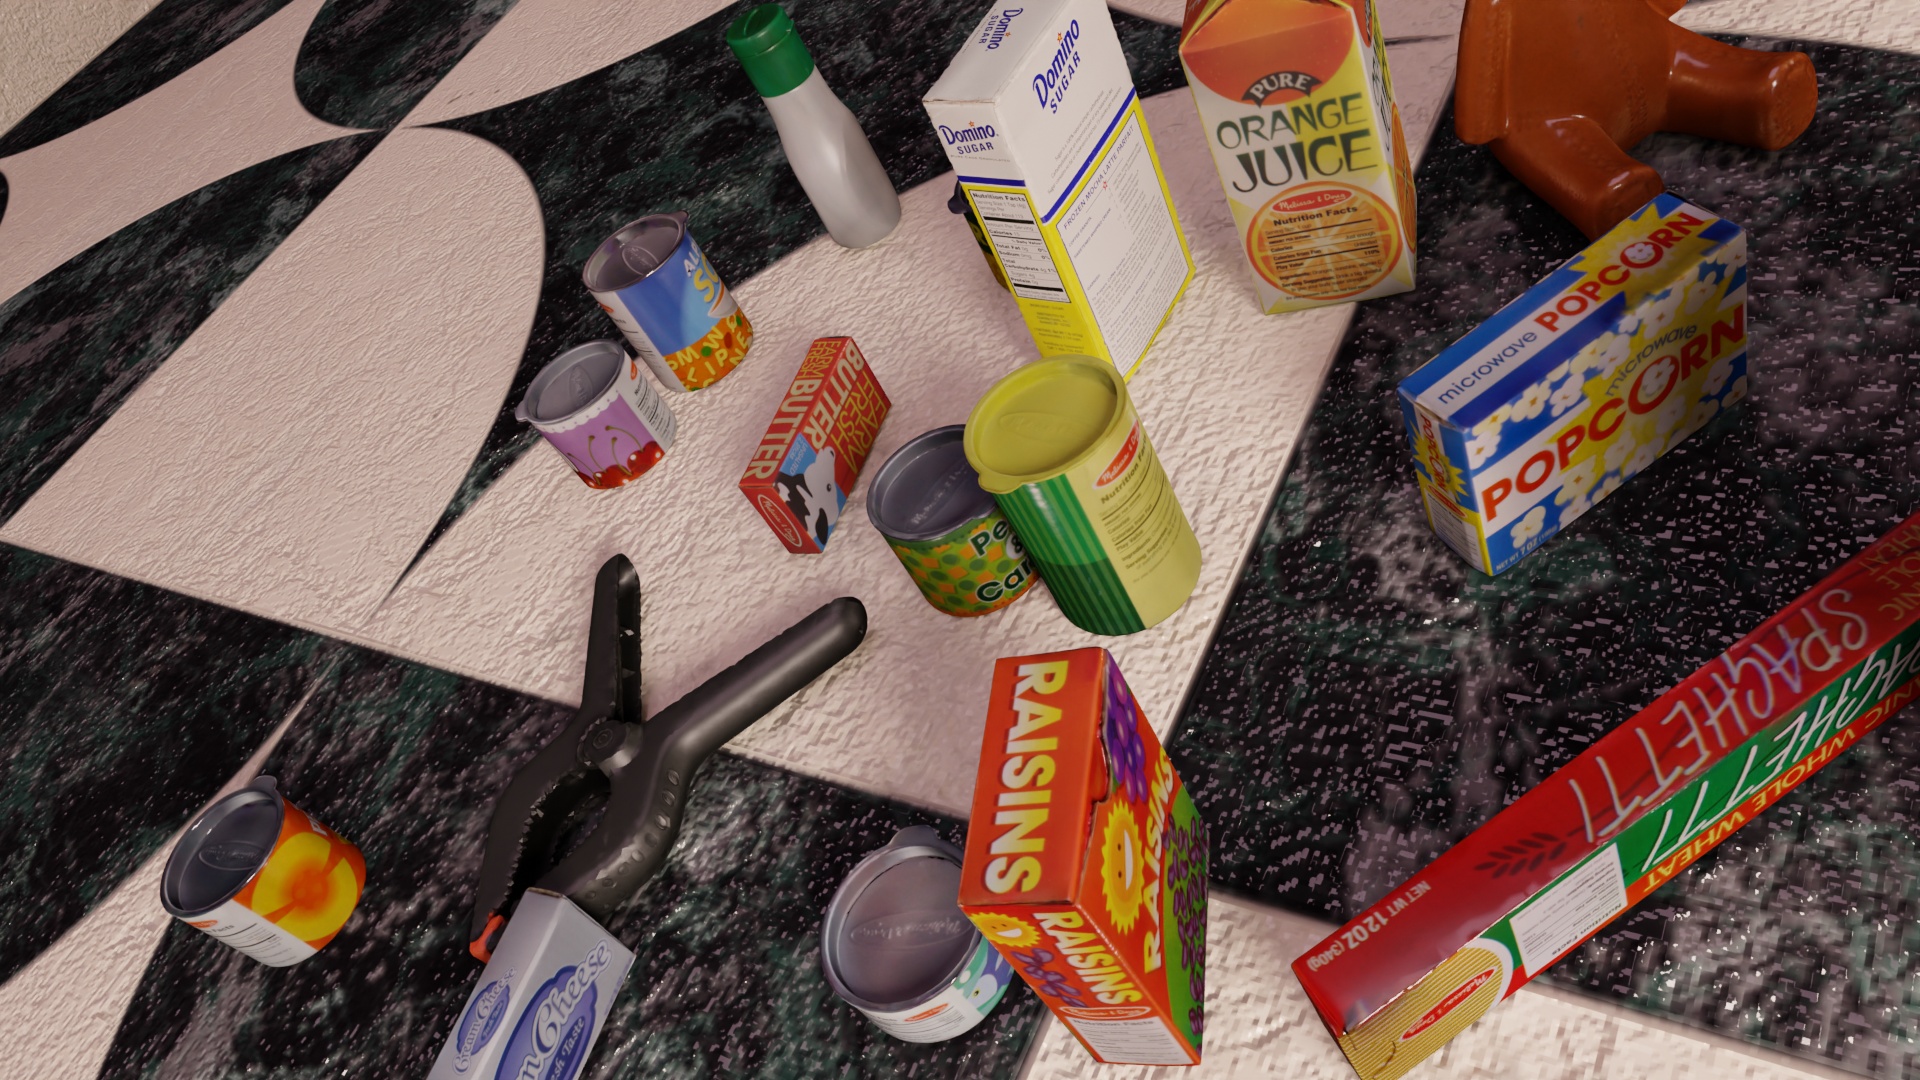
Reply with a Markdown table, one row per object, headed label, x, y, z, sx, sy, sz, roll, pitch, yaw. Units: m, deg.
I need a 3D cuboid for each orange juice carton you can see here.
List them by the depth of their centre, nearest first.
| label | x | y | z | sx | sy | sz | roll | pitch | yaw |
| --- | --- | --- | --- | --- | --- | --- | --- | --- | --- |
| orange juice carton | 0.147 | -0.196 | 0.606 | 0.073 | 0.192 | 0.072 | -6 | 49 | 25 |

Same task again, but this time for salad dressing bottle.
| label | x | y | z | sx | sy | sz | roll | pitch | yaw |
| --- | --- | --- | --- | --- | --- | --- | --- | --- | --- |
| salad dressing bottle | -0.085 | -0.240 | 0.812 | 0.044 | 0.147 | 0.064 | -12 | 47 | 21 |

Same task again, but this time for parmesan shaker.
| label | x | y | z | sx | sy | sz | roll | pitch | yaw |
| --- | --- | --- | --- | --- | --- | --- | --- | --- | --- |
| parmesan shaker | 0.050 | -0.014 | 0.560 | 0.071 | 0.102 | 0.072 | -16 | 45 | 17 |

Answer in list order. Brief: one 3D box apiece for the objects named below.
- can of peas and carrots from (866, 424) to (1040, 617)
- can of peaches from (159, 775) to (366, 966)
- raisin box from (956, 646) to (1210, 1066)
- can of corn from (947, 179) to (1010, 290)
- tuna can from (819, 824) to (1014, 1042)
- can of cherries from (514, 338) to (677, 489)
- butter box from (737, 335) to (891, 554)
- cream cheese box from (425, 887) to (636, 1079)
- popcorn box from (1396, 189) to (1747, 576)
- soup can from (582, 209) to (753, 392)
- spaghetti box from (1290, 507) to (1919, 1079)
| label | x | y | z | sx | sy | sz | roll | pitch | yaw |
| --- | --- | --- | --- | --- | --- | --- | --- | --- | --- |
| can of peas and carrots | 0.002 | -0.008 | 0.614 | 0.071 | 0.058 | 0.071 | -16 | 45 | 17 |
| can of peaches | -0.323 | 0.155 | 0.650 | 0.071 | 0.058 | 0.071 | -16 | 45 | 17 |
| raisin box | 0.045 | 0.103 | 0.440 | 0.040 | 0.123 | 0.086 | -8 | 48 | 24 |
| can of corn | 0.036 | -0.174 | 0.749 | 0.071 | 0.058 | 0.071 | -16 | 45 | 17 |
| tuna can | -0.014 | 0.142 | 0.504 | 0.071 | 0.032 | 0.071 | -16 | 45 | 17 |
| can of cherries | -0.206 | -0.070 | 0.790 | 0.071 | 0.058 | 0.072 | -16 | 45 | 17 |
| butter box | -0.071 | -0.049 | 0.698 | 0.024 | 0.053 | 0.104 | 0 | 51 | 30 |
| cream cheese box | -0.167 | 0.193 | 0.530 | 0.024 | 0.053 | 0.104 | 0 | 52 | 30 |
| popcorn box | 0.227 | -0.056 | 0.511 | 0.127 | 0.085 | 0.038 | -35 | 43 | -4 |
| soup can | -0.167 | -0.140 | 0.813 | 0.071 | 0.083 | 0.072 | -16 | 45 | 17 |
| spaghetti box | 0.213 | 0.077 | 0.422 | 0.250 | 0.050 | 0.029 | -35 | 43 | -3 |
